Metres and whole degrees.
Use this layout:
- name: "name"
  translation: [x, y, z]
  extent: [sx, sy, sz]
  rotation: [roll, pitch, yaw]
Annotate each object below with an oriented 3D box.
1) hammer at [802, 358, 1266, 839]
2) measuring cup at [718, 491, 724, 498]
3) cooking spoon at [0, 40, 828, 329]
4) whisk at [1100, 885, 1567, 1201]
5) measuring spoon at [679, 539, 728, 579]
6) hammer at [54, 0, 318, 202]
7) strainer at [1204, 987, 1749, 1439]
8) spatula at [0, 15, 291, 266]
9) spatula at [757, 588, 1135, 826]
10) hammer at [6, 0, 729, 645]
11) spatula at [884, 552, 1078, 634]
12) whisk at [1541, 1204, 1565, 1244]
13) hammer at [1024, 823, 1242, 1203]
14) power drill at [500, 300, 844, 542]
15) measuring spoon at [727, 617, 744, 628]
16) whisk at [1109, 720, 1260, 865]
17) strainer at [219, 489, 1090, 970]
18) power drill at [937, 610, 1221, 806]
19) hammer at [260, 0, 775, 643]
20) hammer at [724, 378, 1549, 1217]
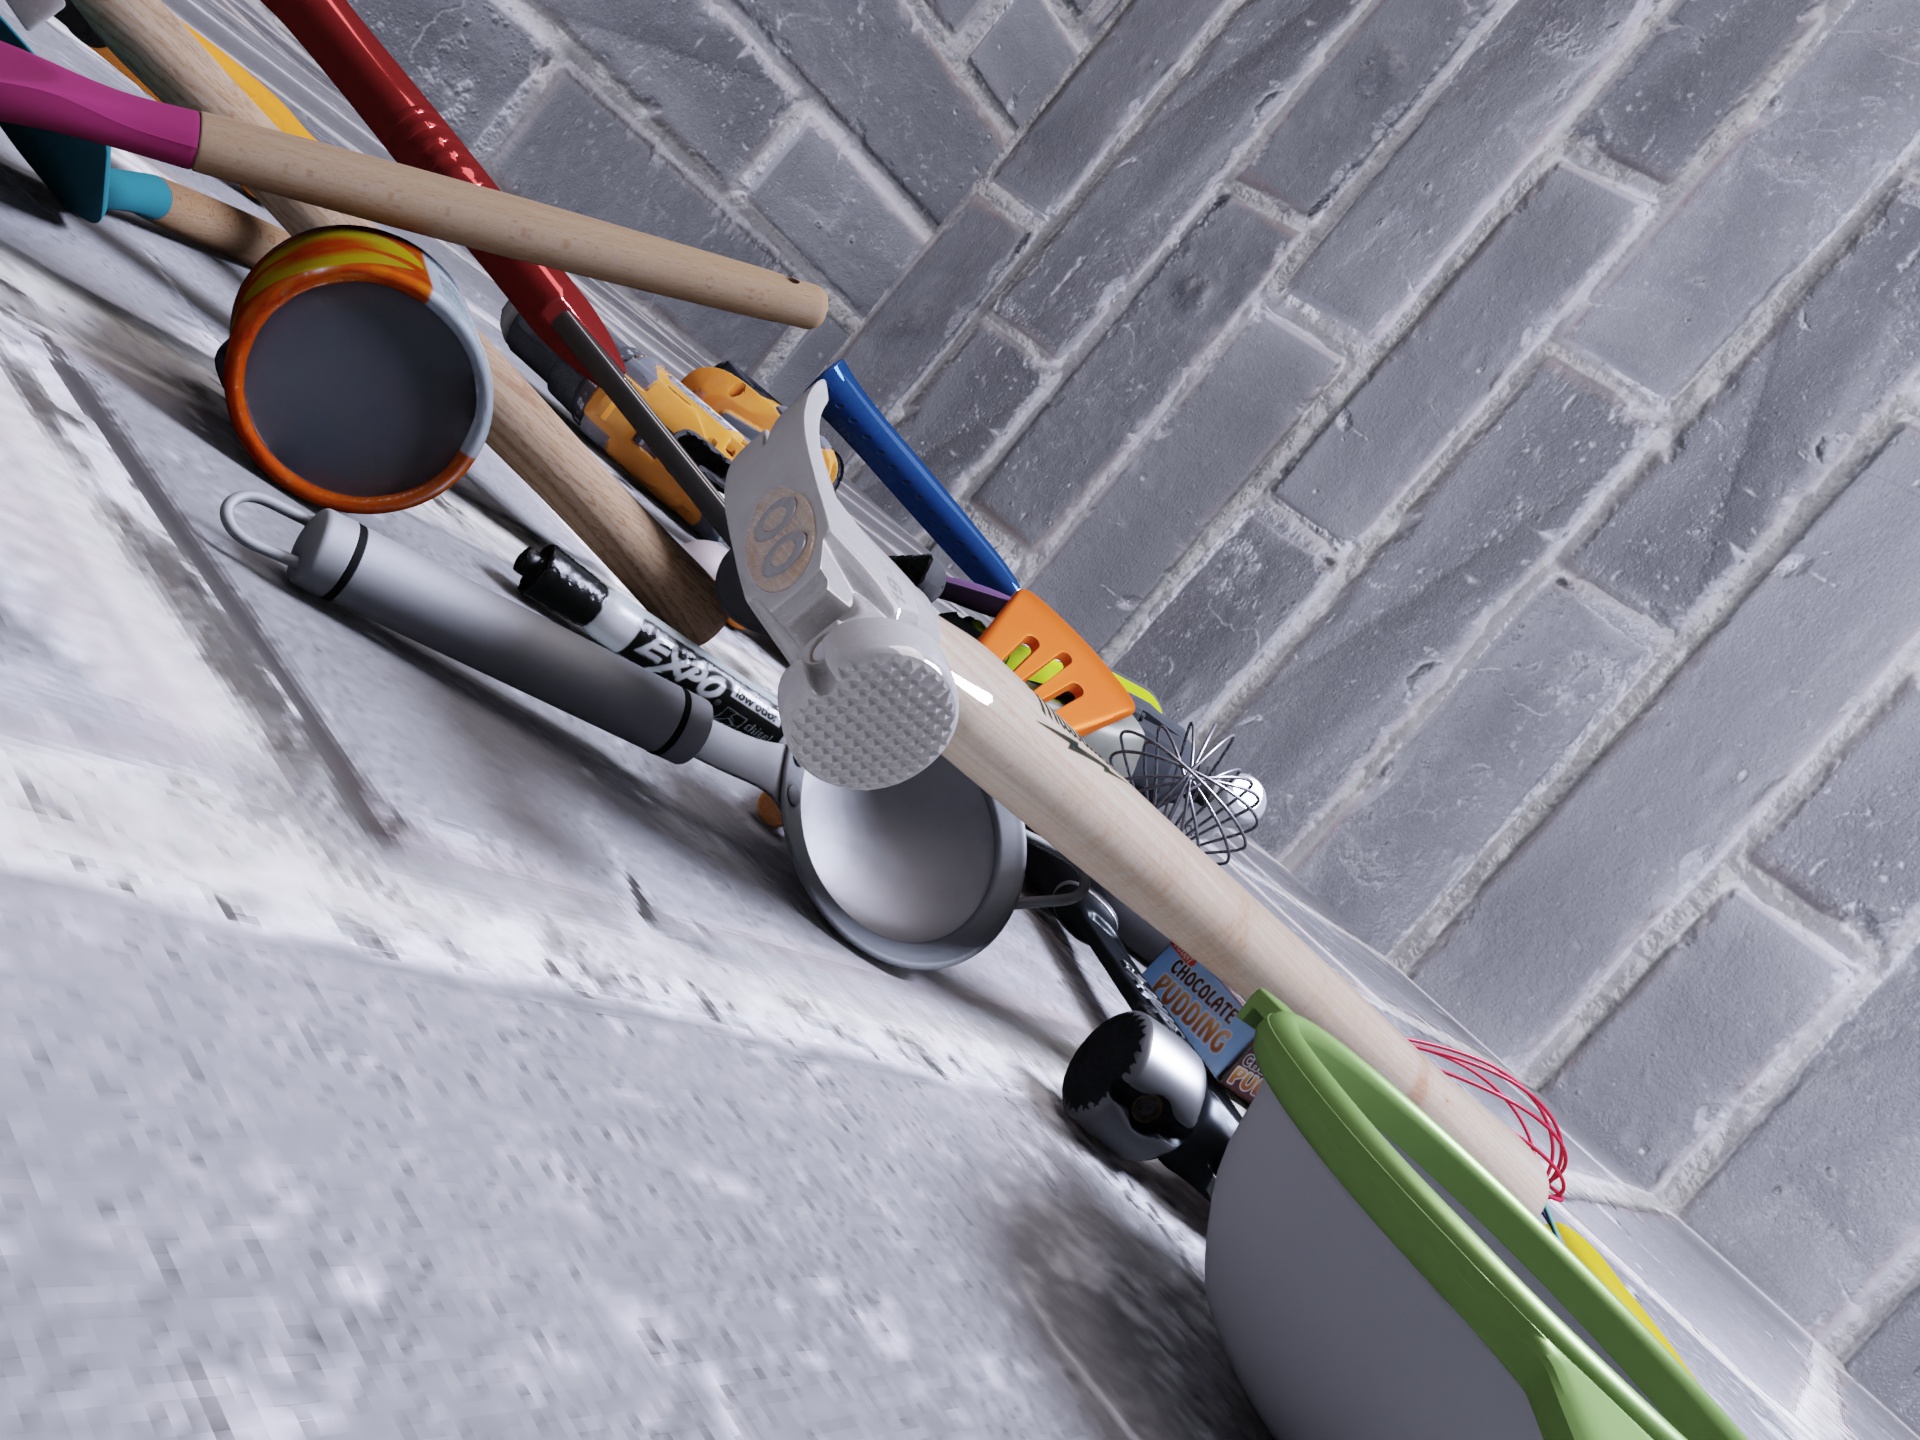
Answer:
- name: "hammer"
  translation: [0.037, -0.074, 1.080]
  extent: [0.405, 0.035, 0.144]
  rotation: [49, -26, -6]
- name: "measuring cup"
  translation: [-0.076, -0.059, 0.727]
  extent: [0.083, 0.038, 0.167]
  rotation: [40, 3, 32]
- name: "cooking spoon"
  translation: [-0.176, -0.146, 0.423]
  extent: [0.318, 0.017, 0.069]
  rotation: [6, 28, -34]
- name: "whisk"
  translation: [0.181, 0.158, 0.780]
  extent: [0.295, 0.073, 0.073]
  rotation: [33, 7, -9]
- name: "measuring spoon"
  translation: [-0.155, -0.102, 0.764]
  extent: [0.124, 0.018, 0.034]
  rotation: [37, 7, -25]
- name: "hammer"
  translation: [-0.325, -0.281, 0.625]
  extent: [0.034, 0.127, 0.337]
  rotation: [40, 0, 0]
- name: "strainer"
  translation: [0.094, 0.139, 0.297]
  extent: [0.151, 0.069, 0.256]
  rotation: [43, 7, 8]
- name: "spatula"
  translation: [-0.267, -0.187, 0.568]
  extent: [0.082, 0.044, 0.317]
  rotation: [48, 4, -5]
- name: "spatula"
  translation: [-0.001, -0.002, 0.619]
  extent: [0.081, 0.041, 0.322]
  rotation: [48, 18, 6]
- name: "hammer"
  translation: [-0.190, -0.144, 0.521]
  extent: [0.331, 0.031, 0.130]
  rotation: [49, 1, -29]
- name: "spatula"
  translation: [-0.029, -0.082, 0.906]
  extent: [0.059, 0.018, 0.316]
  rotation: [23, 1, -32]
- name: "whisk"
  translation: [0.247, 0.243, 0.623]
  extent: [0.047, 0.051, 0.245]
  rotation: [44, 7, -19]
- name: "hammer"
  translation: [0.059, 0.087, 0.635]
  extent: [0.149, 0.036, 0.409]
  rotation: [40, 6, -18]
- name: "power drill"
  translation: [-0.174, -0.186, 0.987]
  extent: [0.185, 0.084, 0.226]
  rotation: [40, 11, 4]
- name: "measuring spoon"
  translation: [-0.082, -0.033, 0.765]
  extent: [0.021, 0.011, 0.116]
  rotation: [40, 1, 30]
- name: "whisk"
  translation: [0.095, 0.058, 0.763]
  extent: [0.070, 0.070, 0.284]
  rotation: [42, -10, 12]
- name: "strainer"
  translation: [-0.069, 0.004, 0.419]
  extent: [0.258, 0.050, 0.087]
  rotation: [30, 54, -36]
- name: "power drill"
  translation: [0.060, -0.002, 0.920]
  extent: [0.171, 0.080, 0.223]
  rotation: [25, 3, 2]
- name: "hammer"
  translation: [-0.162, -0.167, 0.599]
  extent: [0.359, 0.036, 0.149]
  rotation: [51, 1, 4]
- name: "hammer"
  translation: [0.080, 0.058, 0.500]
  extent: [0.410, 0.038, 0.146]
  rotation: [41, 18, -36]
